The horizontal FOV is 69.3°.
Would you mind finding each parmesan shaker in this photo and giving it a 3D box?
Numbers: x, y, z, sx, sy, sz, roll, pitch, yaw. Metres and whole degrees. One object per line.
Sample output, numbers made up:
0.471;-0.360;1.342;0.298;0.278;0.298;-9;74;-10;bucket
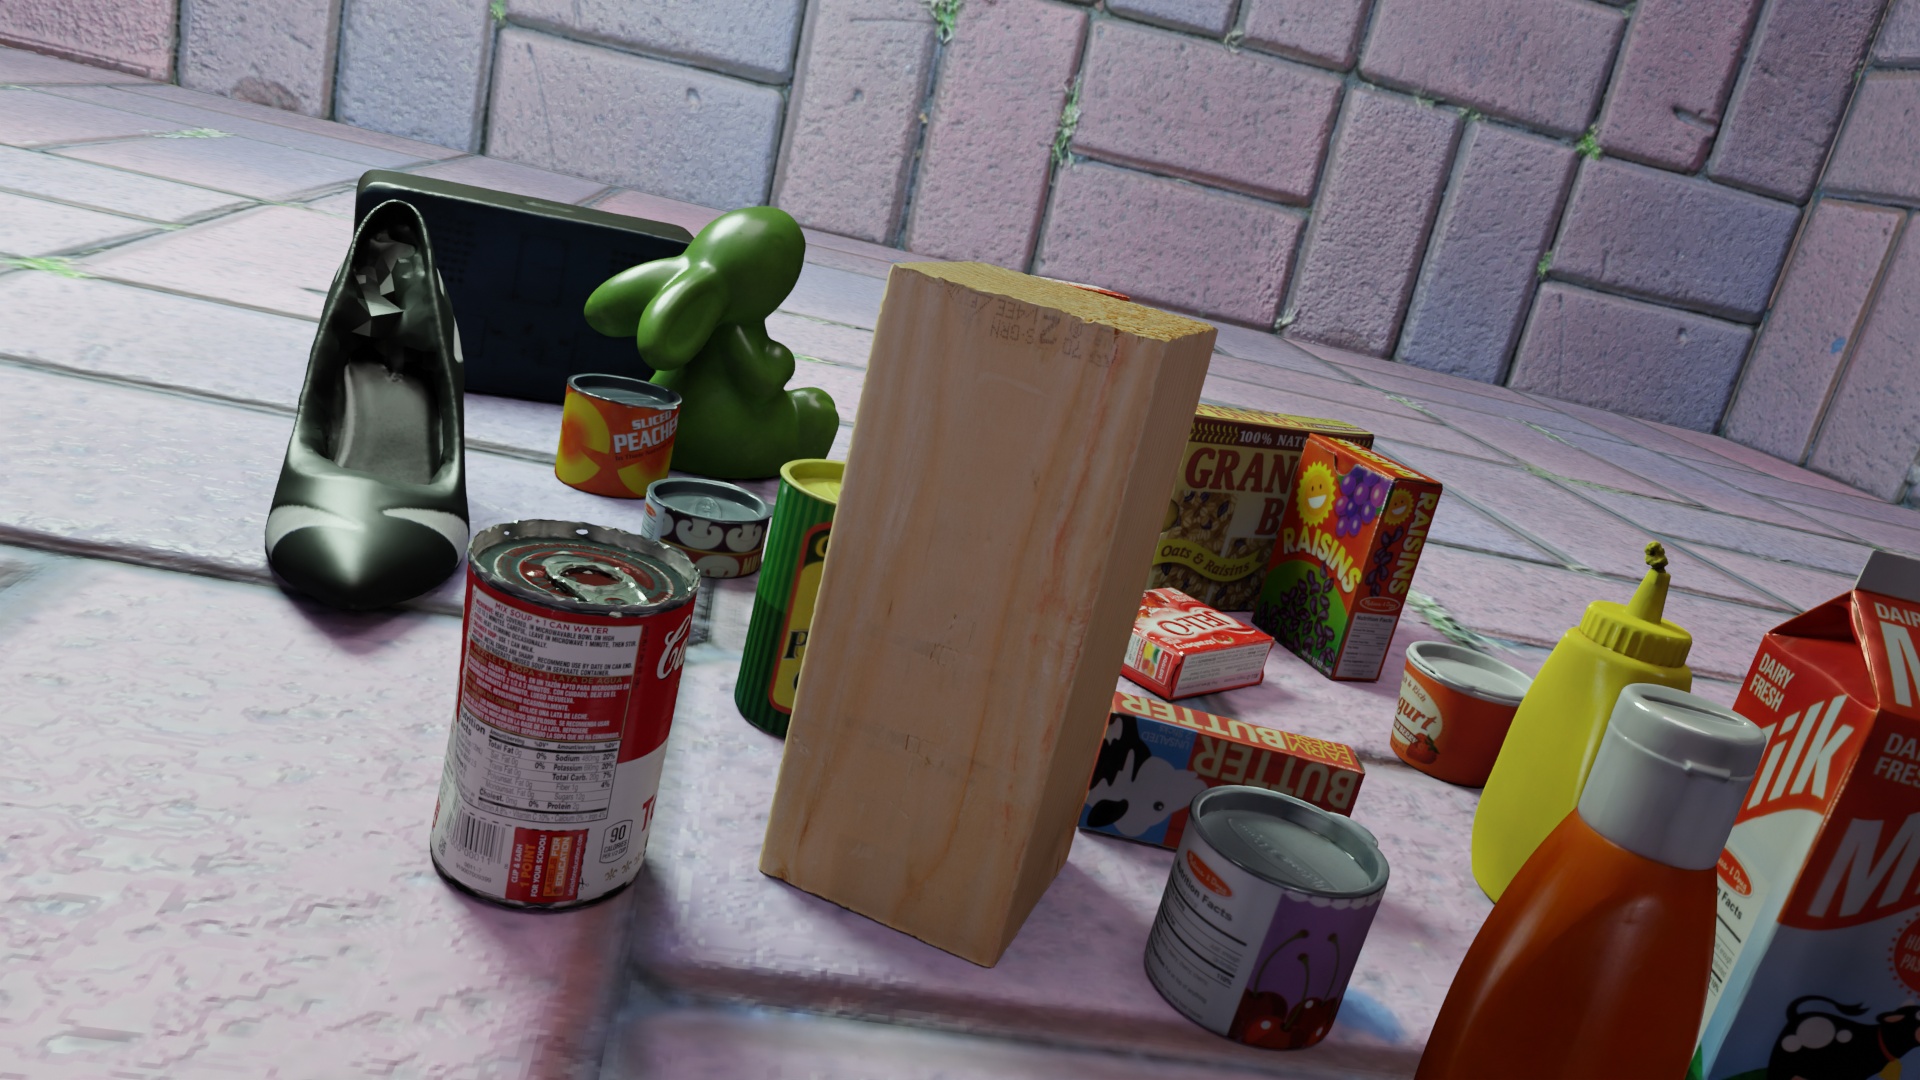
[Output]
-0.049;0.026;0.575;0.071;0.102;0.071;13;16;-4;parmesan shaker

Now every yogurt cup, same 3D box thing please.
0.252;0.088;0.700;0.072;0.053;0.072;13;16;-4;yogurt cup

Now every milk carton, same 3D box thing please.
0.296;0.099;0.459;0.072;0.190;0.074;14;16;1;milk carton

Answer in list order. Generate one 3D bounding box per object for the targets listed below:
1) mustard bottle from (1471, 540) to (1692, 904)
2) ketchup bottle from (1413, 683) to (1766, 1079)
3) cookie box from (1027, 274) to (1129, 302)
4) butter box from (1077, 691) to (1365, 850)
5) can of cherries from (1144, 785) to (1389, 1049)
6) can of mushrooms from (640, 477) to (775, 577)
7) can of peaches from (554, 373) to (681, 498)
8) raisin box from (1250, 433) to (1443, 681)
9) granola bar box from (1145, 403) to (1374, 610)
0.254;0.077;0.551;0.049;0.159;0.065;9;17;-17;mustard bottle
0.177;0.114;0.386;0.065;0.148;0.044;15;16;3;ketchup bottle
0.036;-0.091;0.916;0.123;0.167;0.040;1;20;-37;cookie box
0.101;0.097;0.549;0.103;0.053;0.024;13;16;-2;butter box
0.102;0.122;0.457;0.071;0.058;0.072;13;16;-4;can of cherries
-0.133;-0.007;0.737;0.071;0.033;0.071;13;16;-4;can of mushrooms
-0.200;-0.061;0.818;0.071;0.058;0.071;13;16;-4;can of peaches
0.224;0.009;0.816;0.040;0.123;0.086;7;17;-24;raisin box
0.175;-0.019;0.867;0.166;0.123;0.039;2;20;-36;granola bar box
